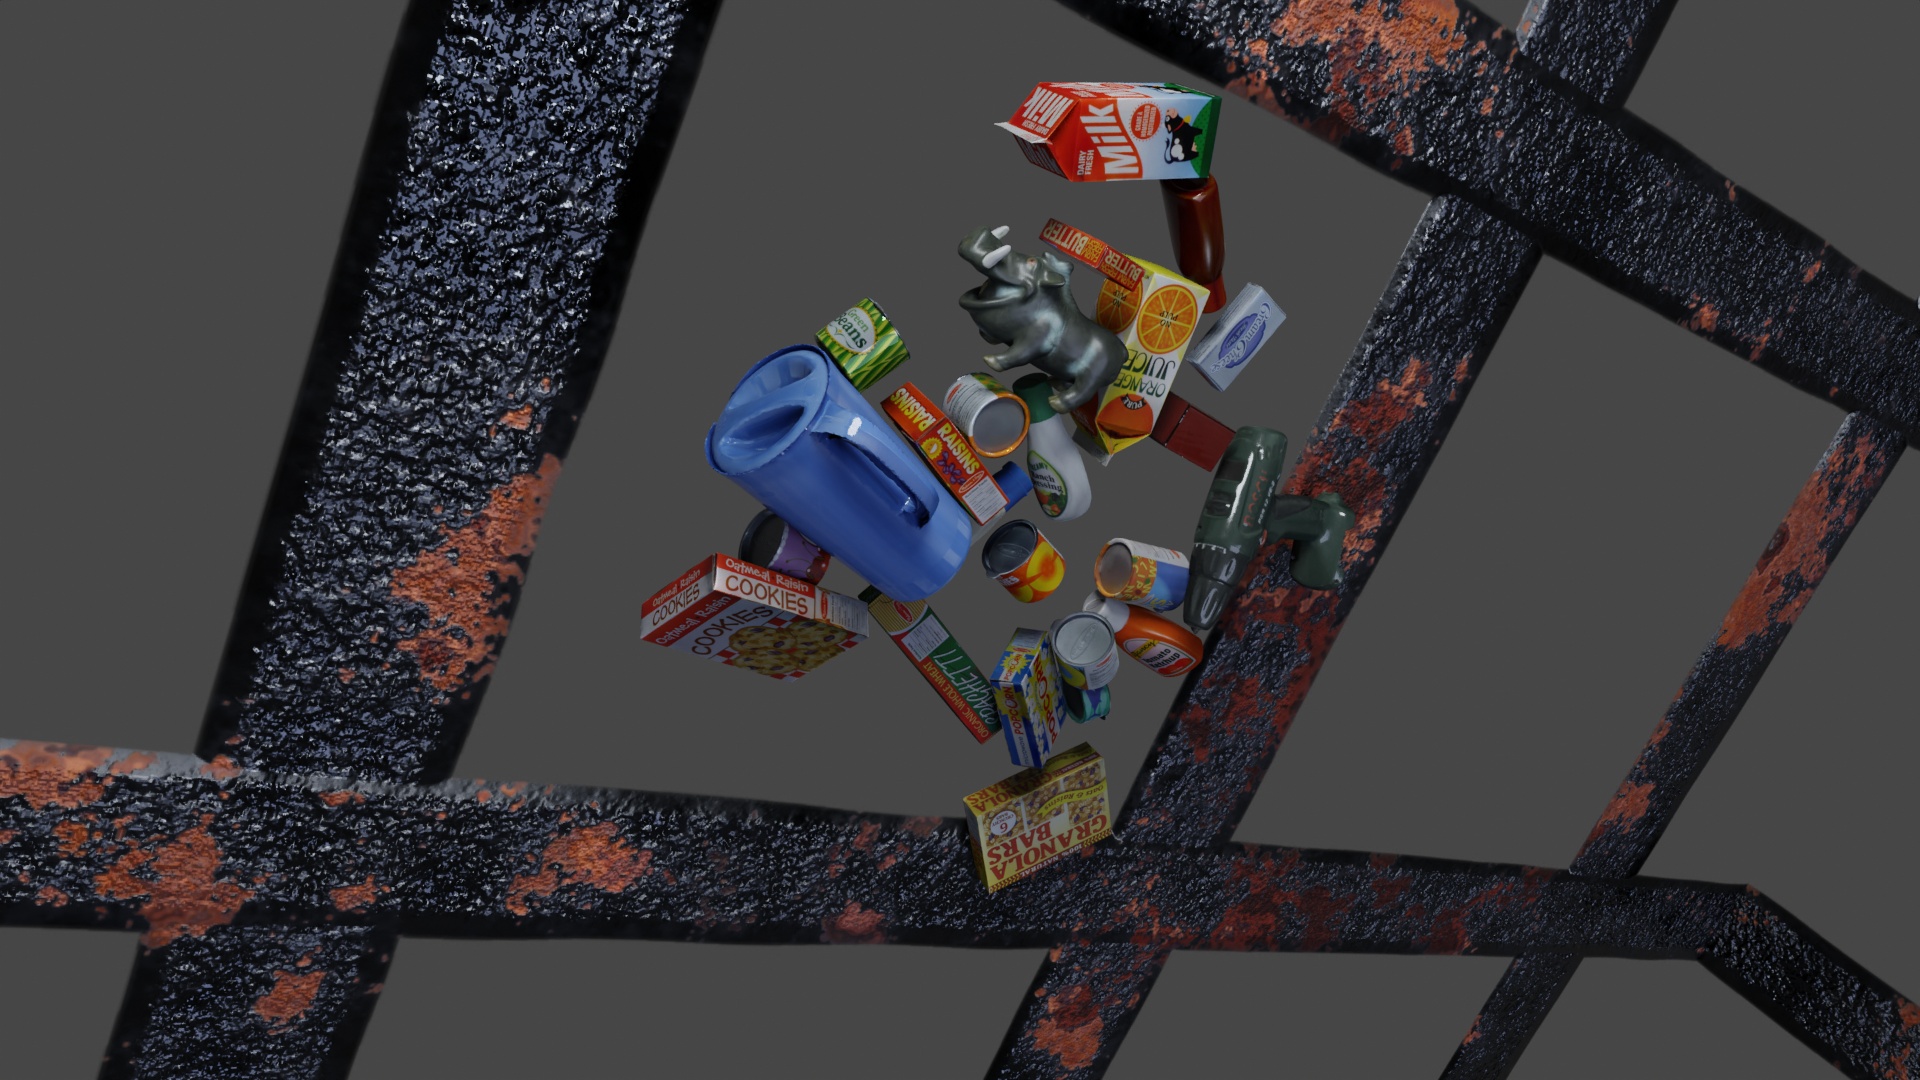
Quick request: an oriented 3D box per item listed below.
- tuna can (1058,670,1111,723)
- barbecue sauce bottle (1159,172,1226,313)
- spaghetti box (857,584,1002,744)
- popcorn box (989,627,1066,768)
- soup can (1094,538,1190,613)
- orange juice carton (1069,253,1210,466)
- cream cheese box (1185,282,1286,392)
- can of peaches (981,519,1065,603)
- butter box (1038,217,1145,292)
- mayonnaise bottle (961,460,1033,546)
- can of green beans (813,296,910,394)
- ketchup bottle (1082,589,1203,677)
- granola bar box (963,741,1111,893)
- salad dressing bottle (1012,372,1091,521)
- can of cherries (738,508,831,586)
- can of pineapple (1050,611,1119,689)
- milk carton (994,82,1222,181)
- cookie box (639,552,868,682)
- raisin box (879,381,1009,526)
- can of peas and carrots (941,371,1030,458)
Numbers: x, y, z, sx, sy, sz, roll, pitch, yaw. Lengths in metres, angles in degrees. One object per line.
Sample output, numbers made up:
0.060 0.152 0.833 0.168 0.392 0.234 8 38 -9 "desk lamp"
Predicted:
0.135 0.168 1.520 0.033 0.071 0.070 -17 123 -19 "tuna can"
0.228 -0.285 1.331 0.044 0.065 0.147 -30 136 -9 "barbecue sauce bottle"
-0.021 0.123 1.430 0.050 0.029 0.249 -40 128 -5 "spaghetti box"
0.074 0.168 1.477 0.085 0.038 0.126 -57 142 -45 "popcorn box"
0.194 0.039 1.484 0.084 0.071 0.071 12 109 -34 "soup can"
0.159 -0.171 1.345 0.073 0.072 0.192 10 110 -33 "orange juice carton"
0.283 -0.209 1.426 0.104 0.024 0.053 -50 129 3 "cream cheese box"
0.063 0.023 1.400 0.071 0.071 0.058 -45 129 -1 "can of peaches"
0.118 -0.258 1.253 0.053 0.104 0.024 24 102 -36 "butter box"
0.005 -0.017 1.350 0.148 0.064 0.041 -42 90 -8 "mayonnaise bottle"
-0.086 -0.169 1.209 0.058 0.071 0.071 -37 128 -7 "can of green beans"
0.198 0.100 1.529 0.148 0.044 0.064 31 136 -30 "ketchup bottle"
0.090 0.318 1.596 0.166 0.039 0.123 -21 124 -19 "granola bar box"
0.087 -0.091 1.358 0.044 0.064 0.147 -34 120 -27 "salad dressing bottle"
-0.158 0.008 1.264 0.058 0.072 0.071 27 100 -38 "can of cherries"
0.132 0.116 1.473 0.071 0.071 0.057 -33 146 -10 "can of pineapple"
0.129 -0.360 1.223 0.191 0.072 0.073 -9 120 -26 "milk carton"
-0.187 0.072 1.261 0.167 0.040 0.122 22 142 -37 "cookie box"
-0.015 -0.080 1.285 0.040 0.086 0.123 -39 129 -2 "raisin box"
0.026 -0.117 1.306 0.071 0.059 0.070 -14 122 -23 "can of peas and carrots"
